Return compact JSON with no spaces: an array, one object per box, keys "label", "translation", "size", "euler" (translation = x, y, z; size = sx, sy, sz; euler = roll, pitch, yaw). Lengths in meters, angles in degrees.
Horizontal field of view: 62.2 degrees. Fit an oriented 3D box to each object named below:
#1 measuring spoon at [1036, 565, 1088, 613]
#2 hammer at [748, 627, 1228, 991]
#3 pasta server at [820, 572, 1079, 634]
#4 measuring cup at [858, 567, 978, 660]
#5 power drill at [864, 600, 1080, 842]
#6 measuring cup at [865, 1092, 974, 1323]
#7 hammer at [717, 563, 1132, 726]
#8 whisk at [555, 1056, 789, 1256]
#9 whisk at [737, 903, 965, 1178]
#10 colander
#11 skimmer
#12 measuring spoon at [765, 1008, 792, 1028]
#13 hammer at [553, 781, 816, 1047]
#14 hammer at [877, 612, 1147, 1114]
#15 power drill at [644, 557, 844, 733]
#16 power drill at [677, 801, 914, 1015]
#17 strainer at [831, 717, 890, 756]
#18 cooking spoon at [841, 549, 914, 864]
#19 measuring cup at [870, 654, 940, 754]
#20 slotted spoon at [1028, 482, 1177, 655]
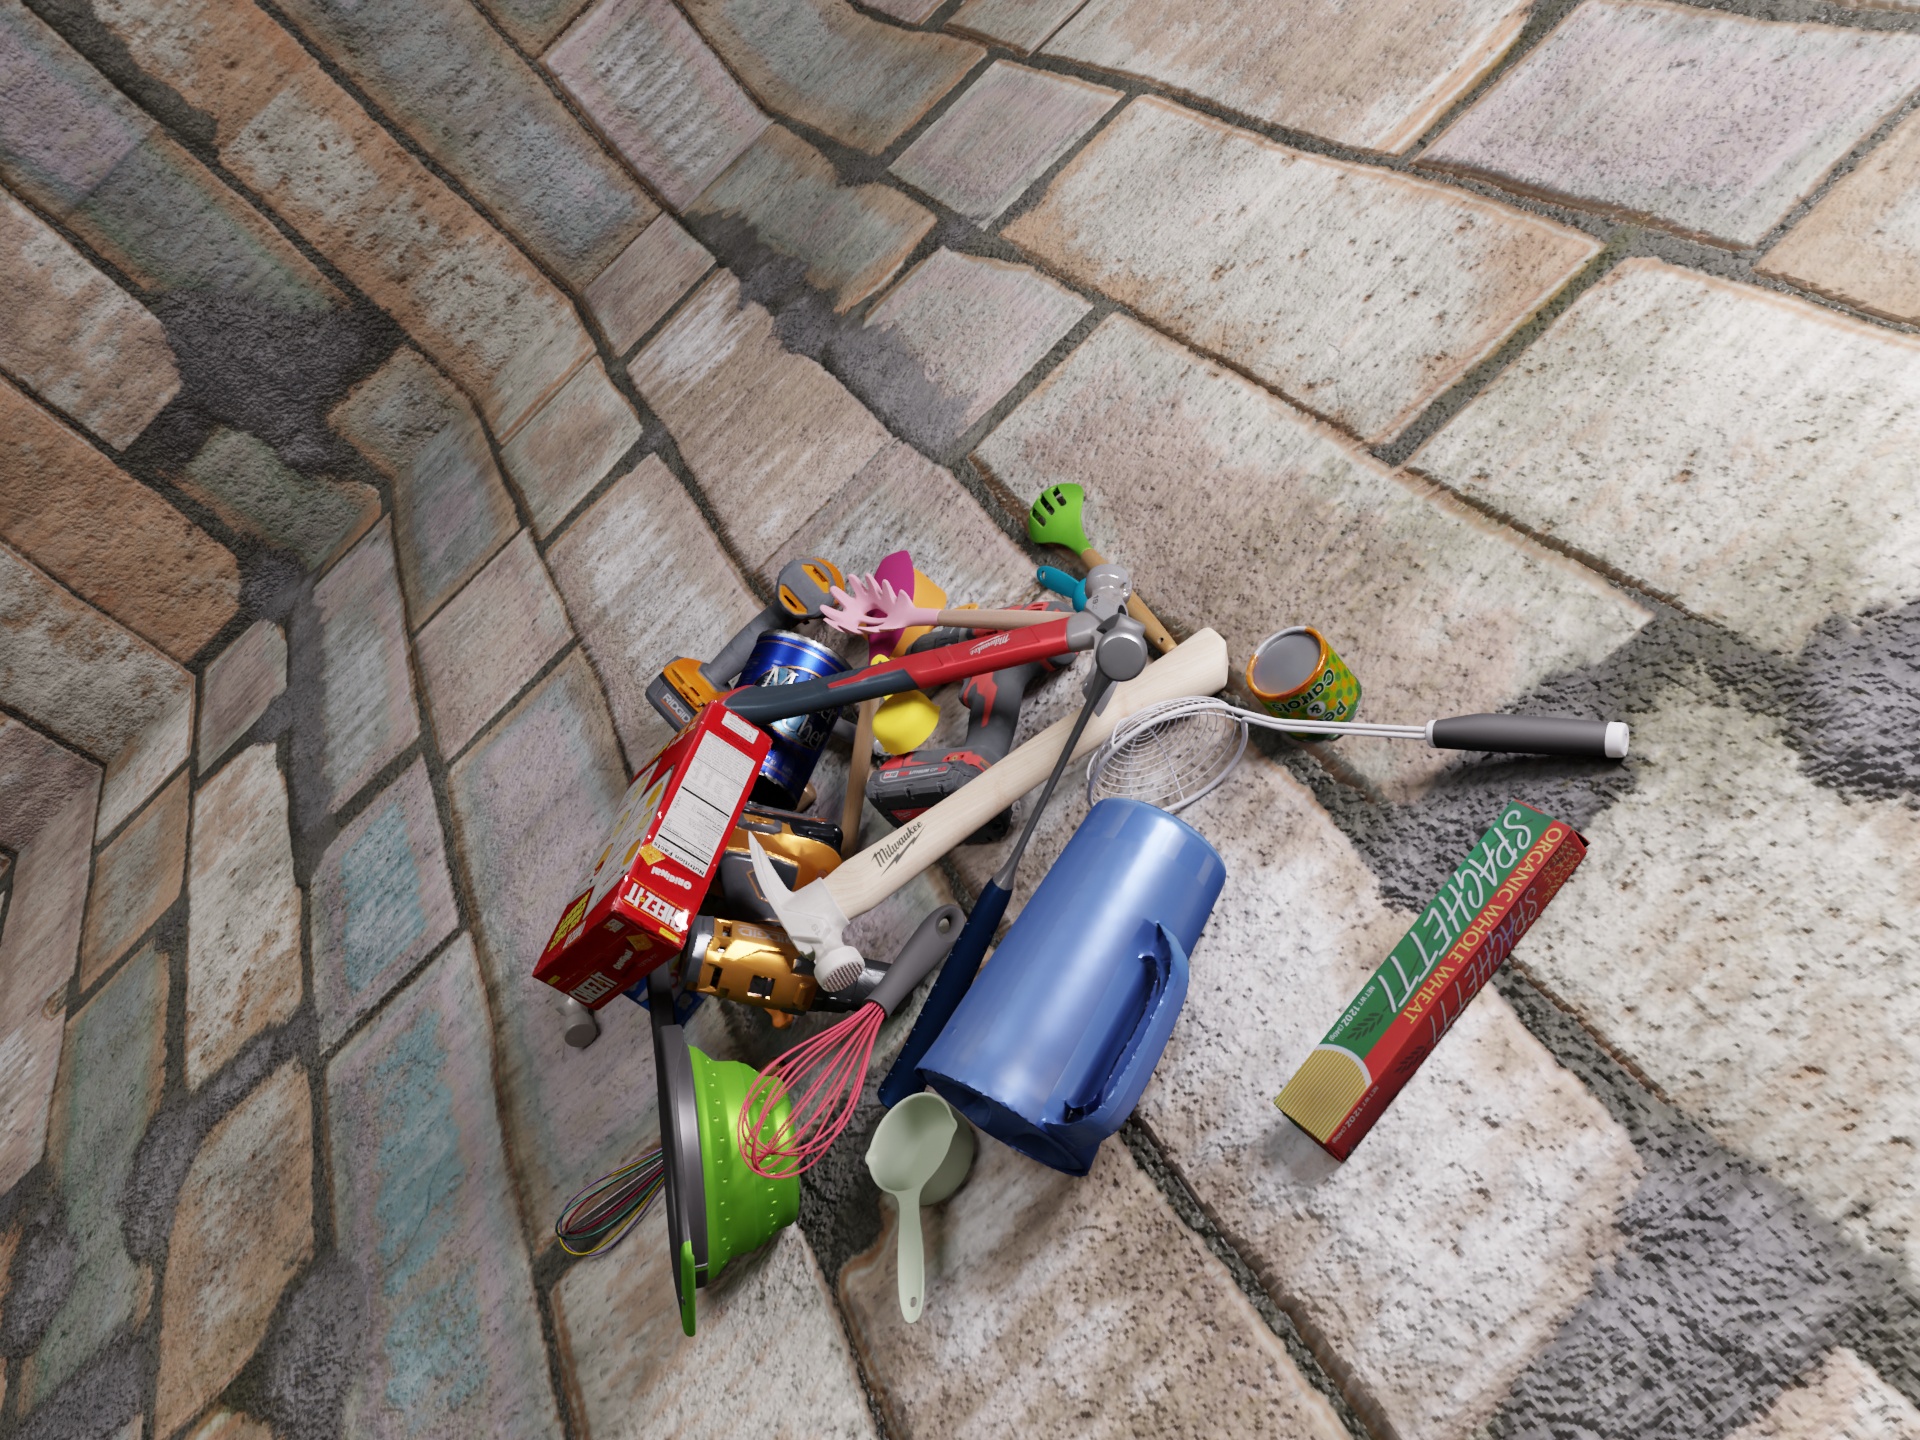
[{"label":"measuring spoon","translation":[0.093,-0.121,1.446],"size":[0.129,0.021,0.042],"euler":[36,121,59]},{"label":"hammer","translation":[0.031,0.042,1.250],"size":[0.410,0.038,0.146],"euler":[-33,58,-7]},{"label":"pasta server","translation":[0.000,-0.094,1.395],"size":[0.316,0.040,0.060],"euler":[6,60,42]},{"label":"measuring cup","translation":[-0.042,-0.111,1.525],"size":[0.095,0.052,0.174],"euler":[-57,22,-19]},{"label":"power drill","translation":[-0.002,-0.004,1.398],"size":[0.188,0.080,0.227],"euler":[-8,48,41]},{"label":"measuring cup","translation":[-0.024,0.344,1.113],"size":[0.083,0.038,0.168],"euler":[-27,42,25]},{"label":"hammer","translation":[-0.044,-0.029,1.317],"size":[0.386,0.038,0.143],"euler":[-13,42,27]},{"label":"whisk","translation":[-0.242,0.357,1.318],"size":[0.245,0.051,0.047],"euler":[-40,30,4]},{"label":"whisk","translation":[-0.074,0.229,1.186],"size":[0.073,0.073,0.296],"euler":[-12,23,39]},{"label":"colander","translation":[-0.192,0.277,1.254],"size":[0.094,0.204,0.398],"euler":[-4,39,-14]},{"label":"skimmer","translation":[0.260,0.034,1.089],"size":[0.363,0.127,0.090],"euler":[2,69,34]},{"label":"measuring spoon","translation":[-0.170,0.238,1.389],"size":[0.021,0.011,0.117],"euler":[-49,32,-3]},{"label":"hammer","translation":[-0.269,0.168,1.538],"size":[0.331,0.031,0.130],"euler":[-41,36,6]},{"label":"hammer","translation":[0.037,0.106,1.148],"size":[0.144,0.035,0.405],"euler":[-62,-3,-75]},{"label":"power drill","translation":[-0.212,-0.083,1.661],"size":[0.226,0.084,0.164],"euler":[-42,3,5]},{"label":"power drill","translation":[-0.135,0.162,1.319],"size":[0.226,0.185,0.084],"euler":[-103,28,-63]},{"label":"strainer","translation":[-0.140,-0.004,1.569],"size":[0.087,0.050,0.259],"euler":[-43,36,-20]},{"label":"cooking spoon","translation":[-0.084,-0.013,1.471],"size":[0.069,0.017,0.319],"euler":[-13,61,45]},{"label":"measuring cup","translation":[-0.062,-0.026,1.389],"size":[0.062,0.029,0.157],"euler":[-37,34,6]},{"label":"slotted spoon","translation":[0.127,-0.140,1.438],"size":[0.070,0.031,0.314],"euler":[-46,36,12]}]
